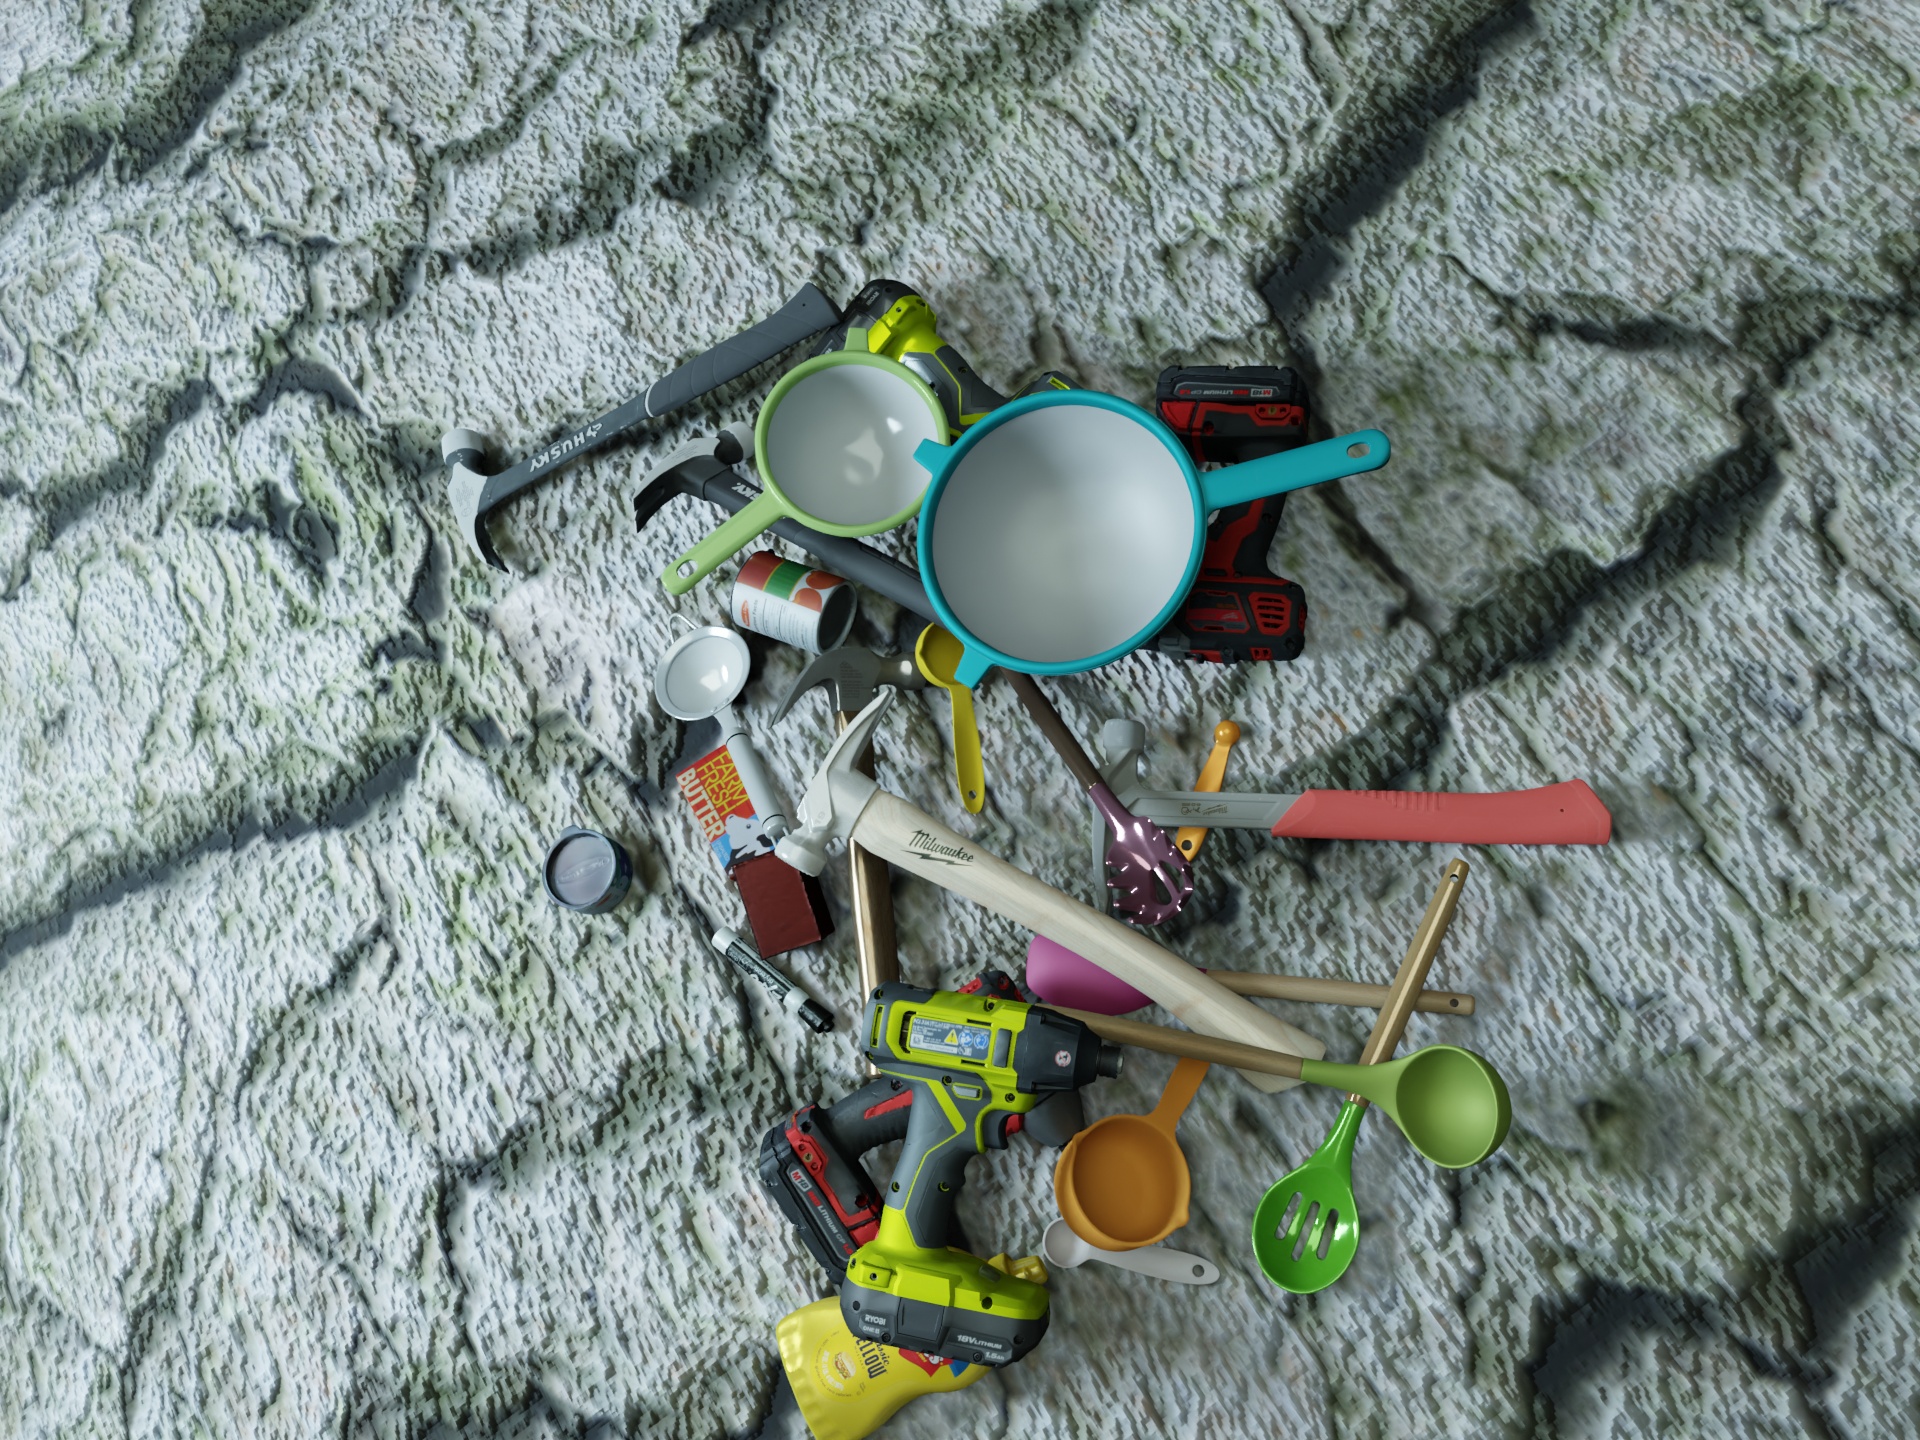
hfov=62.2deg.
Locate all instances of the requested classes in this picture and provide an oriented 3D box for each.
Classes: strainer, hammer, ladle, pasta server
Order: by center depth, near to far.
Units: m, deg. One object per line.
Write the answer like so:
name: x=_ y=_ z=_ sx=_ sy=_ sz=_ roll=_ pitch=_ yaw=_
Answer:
ladle: x=0.201 y=0.230 z=1.063 sx=0.320 sy=0.062 sz=0.078 roll=9 pitch=92 yaw=15
hammer: x=0.075 y=0.133 z=1.140 sx=0.411 sy=0.038 sz=0.146 roll=29 pitch=85 yaw=10
hammer: x=0.274 y=0.077 z=1.144 sx=0.359 sy=0.036 sz=0.149 roll=1 pitch=78 yaw=14
strainer: x=0.141 y=-0.143 z=1.158 sx=0.340 sy=0.095 sz=0.211 roll=-14 pitch=76 yaw=12
pasta server: x=0.084 y=0.030 z=1.175 sx=0.060 sy=0.040 sz=0.317 roll=-47 pitch=50 yaw=17
hammer: x=-0.074 y=0.105 z=1.215 sx=0.130 sy=0.031 sz=0.331 roll=0 pitch=76 yaw=-25
strainer: x=-0.124 y=-0.175 z=1.241 sx=0.256 sy=0.069 sz=0.151 roll=-39 pitch=83 yaw=-7
strainer: x=-0.181 y=0.011 z=1.266 sx=0.087 sy=0.050 sz=0.259 roll=-33 pitch=51 yaw=3
hammer: x=-0.115 y=-0.142 z=1.275 sx=0.335 sy=0.035 sz=0.146 roll=30 pitch=49 yaw=26
hammer: x=-0.278 y=-0.263 z=1.366 sx=0.409 sy=0.036 sz=0.149 roll=-24 pitch=67 yaw=20

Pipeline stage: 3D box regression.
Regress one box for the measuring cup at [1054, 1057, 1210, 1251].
measuring cup: x=0.130 y=0.292 z=1.116 sx=0.095 sy=0.052 sz=0.174 roll=36 pitch=58 yaw=2

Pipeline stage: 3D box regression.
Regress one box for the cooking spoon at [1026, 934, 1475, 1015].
cooking spoon: x=0.202 y=0.188 z=1.142 sx=0.319 sy=0.017 sz=0.069 roll=3 pitch=78 yaw=16

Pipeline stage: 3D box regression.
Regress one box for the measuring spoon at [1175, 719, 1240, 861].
measuring spoon: x=0.184 y=0.053 z=1.194 sx=0.021 sy=0.011 sz=0.117 roll=18 pitch=79 yaw=20

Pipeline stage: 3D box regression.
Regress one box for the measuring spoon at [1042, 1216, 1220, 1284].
measuring spoon: x=0.119 y=0.374 z=1.111 sx=0.124 sy=0.018 sz=0.034 roll=9 pitch=74 yaw=11

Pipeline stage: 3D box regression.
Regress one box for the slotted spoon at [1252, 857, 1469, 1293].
slotted spoon: x=0.283 y=0.239 z=1.087 sx=0.070 sy=0.031 sz=0.314 roll=23 pitch=84 yaw=19

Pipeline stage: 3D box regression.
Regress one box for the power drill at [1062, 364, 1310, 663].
power drill: x=0.179 y=-0.155 z=1.230 sx=0.188 sy=0.080 sz=0.227 roll=4 pitch=77 yaw=17

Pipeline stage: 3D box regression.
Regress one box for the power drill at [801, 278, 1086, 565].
power drill: x=-0.023 y=-0.240 z=1.311 sx=0.229 sy=0.080 sz=0.190 roll=40 pitch=91 yaw=20

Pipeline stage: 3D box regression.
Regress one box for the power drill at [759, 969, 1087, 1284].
power drill: x=-0.022 y=0.293 z=1.131 sx=0.219 sy=0.078 sz=0.143 roll=-34 pitch=91 yaw=-3

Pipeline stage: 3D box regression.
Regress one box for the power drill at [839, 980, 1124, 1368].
power drill: x=0.010 y=0.295 z=1.045 sx=0.171 sy=0.080 sz=0.223 roll=7 pitch=84 yaw=12

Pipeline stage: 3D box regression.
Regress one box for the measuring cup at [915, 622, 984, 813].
measuring cup: x=-0.002 y=-0.004 z=1.251 sx=0.062 sy=0.029 sz=0.156 roll=-6 pitch=87 yaw=-19
